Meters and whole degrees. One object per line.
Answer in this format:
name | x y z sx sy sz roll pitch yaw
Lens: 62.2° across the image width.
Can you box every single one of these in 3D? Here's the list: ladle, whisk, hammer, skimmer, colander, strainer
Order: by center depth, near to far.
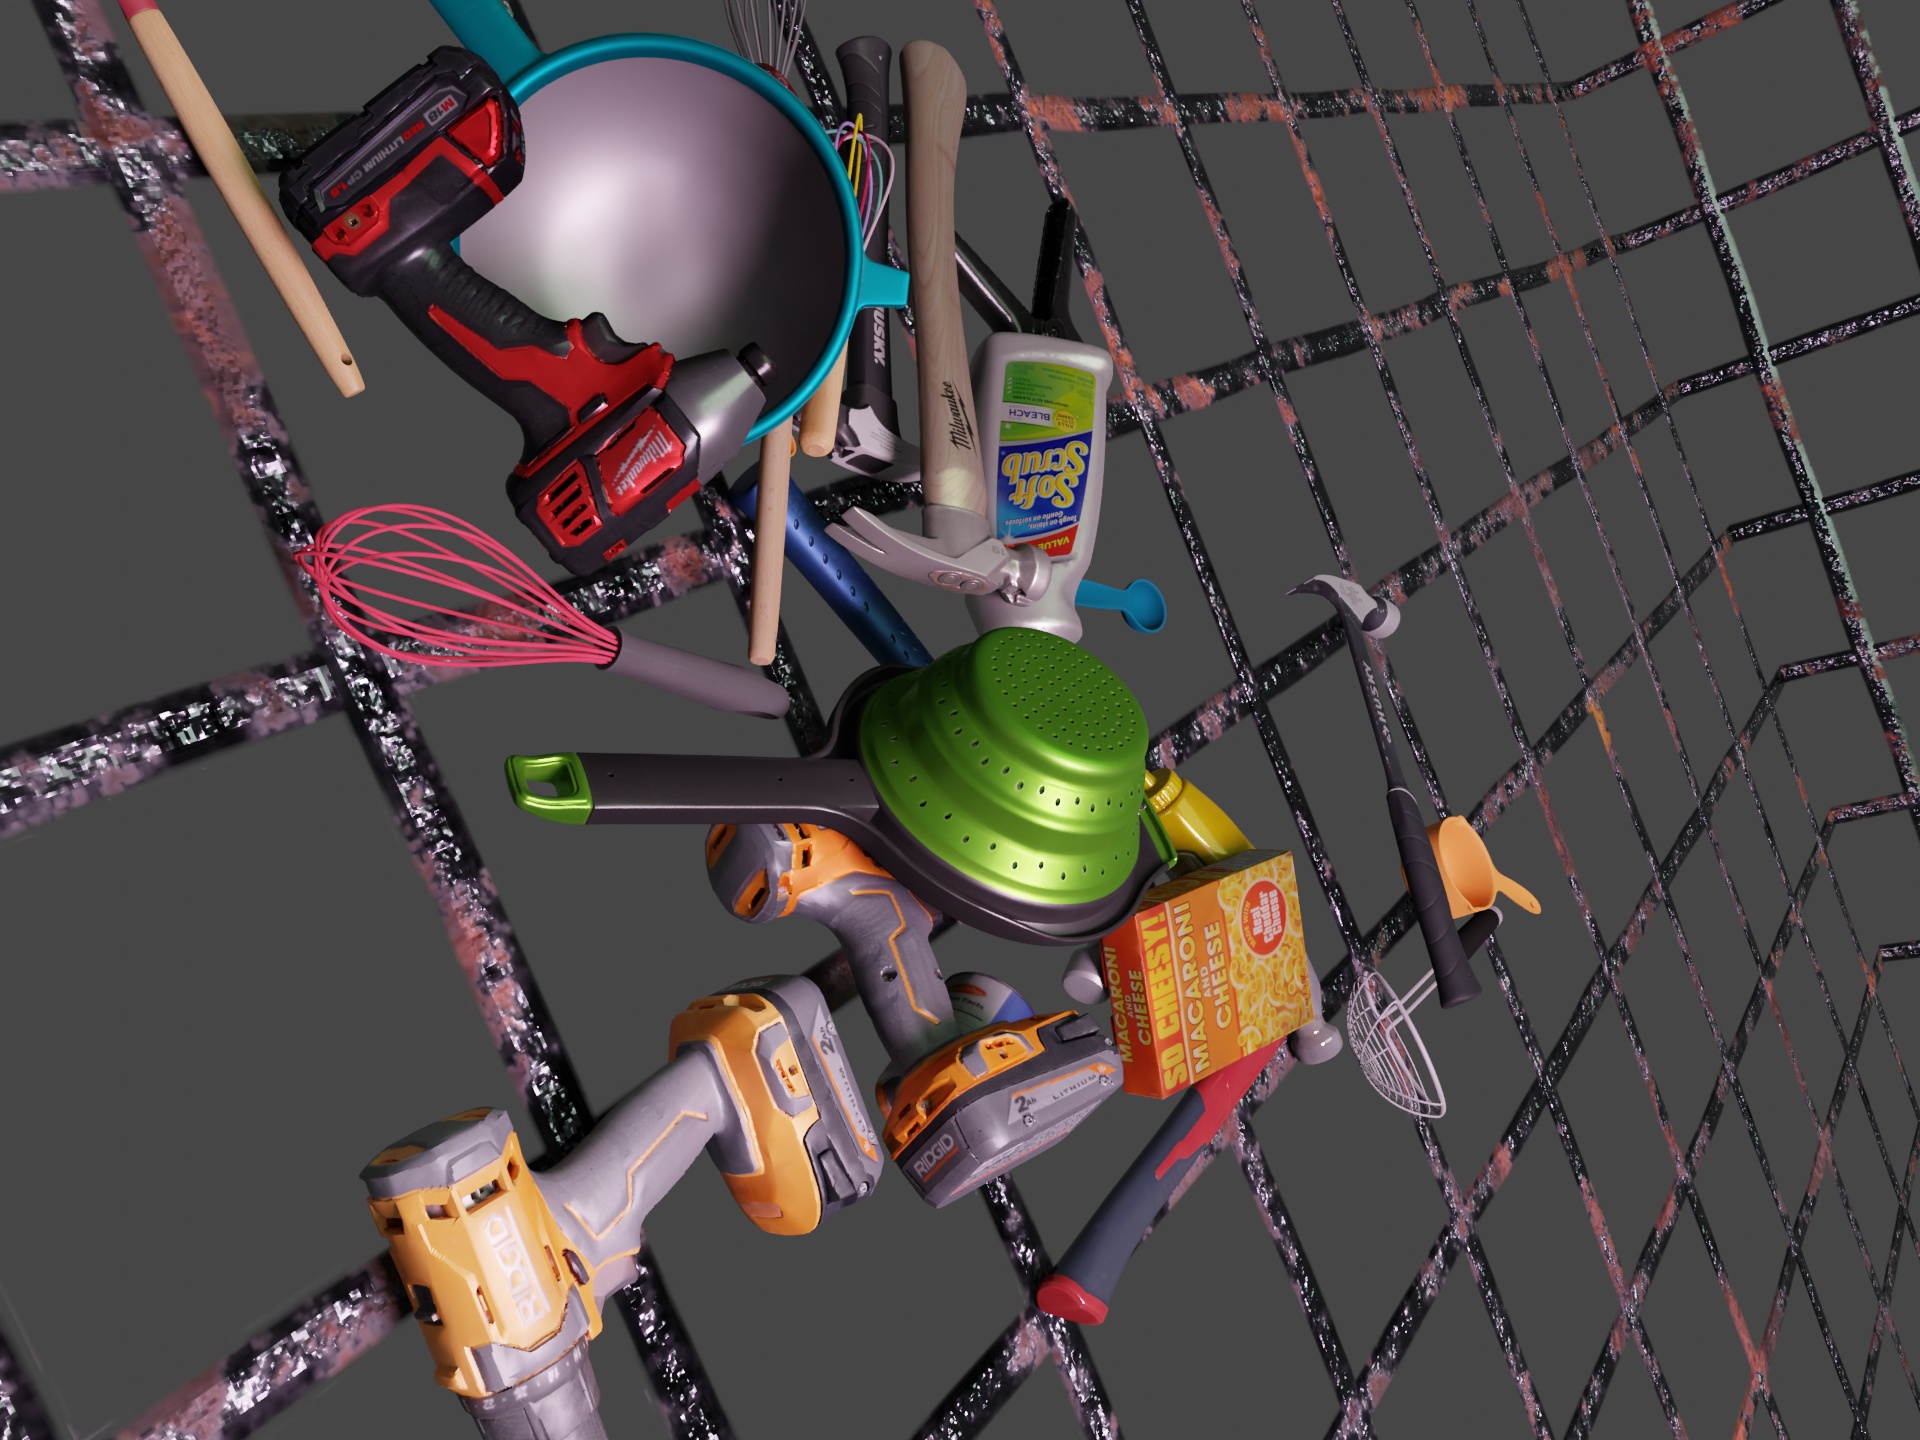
ladle | -0.353 -0.293 0.717 0.069 0.031 0.315 -40 109 -48
whisk | -0.190 -0.041 0.788 0.295 0.073 0.073 20 62 -50
colander | -0.031 0.013 0.826 0.396 0.094 0.205 3 45 -35
strainer | -0.196 -0.289 0.828 0.340 0.211 0.095 53 -1 -6
whisk | -0.075 -0.266 0.952 0.051 0.047 0.245 18 62 -27
hammer | -0.002 -0.003 1.005 0.405 0.035 0.144 51 45 -24
whisk | -0.118 -0.391 1.008 0.055 0.055 0.239 5 77 -48
hammer | -0.023 -0.273 1.012 0.146 0.038 0.411 14 61 -35
hammer | -0.057 -0.313 1.053 0.146 0.035 0.335 23 59 -47
hammer | 0.154 0.260 1.086 0.386 0.038 0.143 -35 102 -49
hammer | 0.370 0.049 1.357 0.149 0.036 0.409 20 50 -40
skimmer | 0.426 0.223 1.368 0.363 0.090 0.127 -23 88 -51

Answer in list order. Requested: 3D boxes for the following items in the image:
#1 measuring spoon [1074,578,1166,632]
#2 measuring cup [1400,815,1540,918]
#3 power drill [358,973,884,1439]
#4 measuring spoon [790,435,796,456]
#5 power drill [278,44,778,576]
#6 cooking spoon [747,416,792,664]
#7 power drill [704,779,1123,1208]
measuring spoon | 0.101 -0.088 1.174 0.128 0.021 0.042 7 72 -38
measuring cup | 0.469 0.152 1.465 0.173 0.052 0.095 28 51 -35
power drill | -0.140 0.235 0.728 0.226 0.084 0.185 -24 95 -46
measuring spoon | -0.123 -0.213 0.966 0.021 0.011 0.117 -8 79 -56
power drill | -0.197 -0.193 0.753 0.219 0.143 0.078 52 -1 -10
cooking spoon | -0.104 -0.177 0.904 0.068 0.017 0.319 83 7 -66
power drill | -0.016 0.126 0.850 0.164 0.084 0.227 -14 59 -45
